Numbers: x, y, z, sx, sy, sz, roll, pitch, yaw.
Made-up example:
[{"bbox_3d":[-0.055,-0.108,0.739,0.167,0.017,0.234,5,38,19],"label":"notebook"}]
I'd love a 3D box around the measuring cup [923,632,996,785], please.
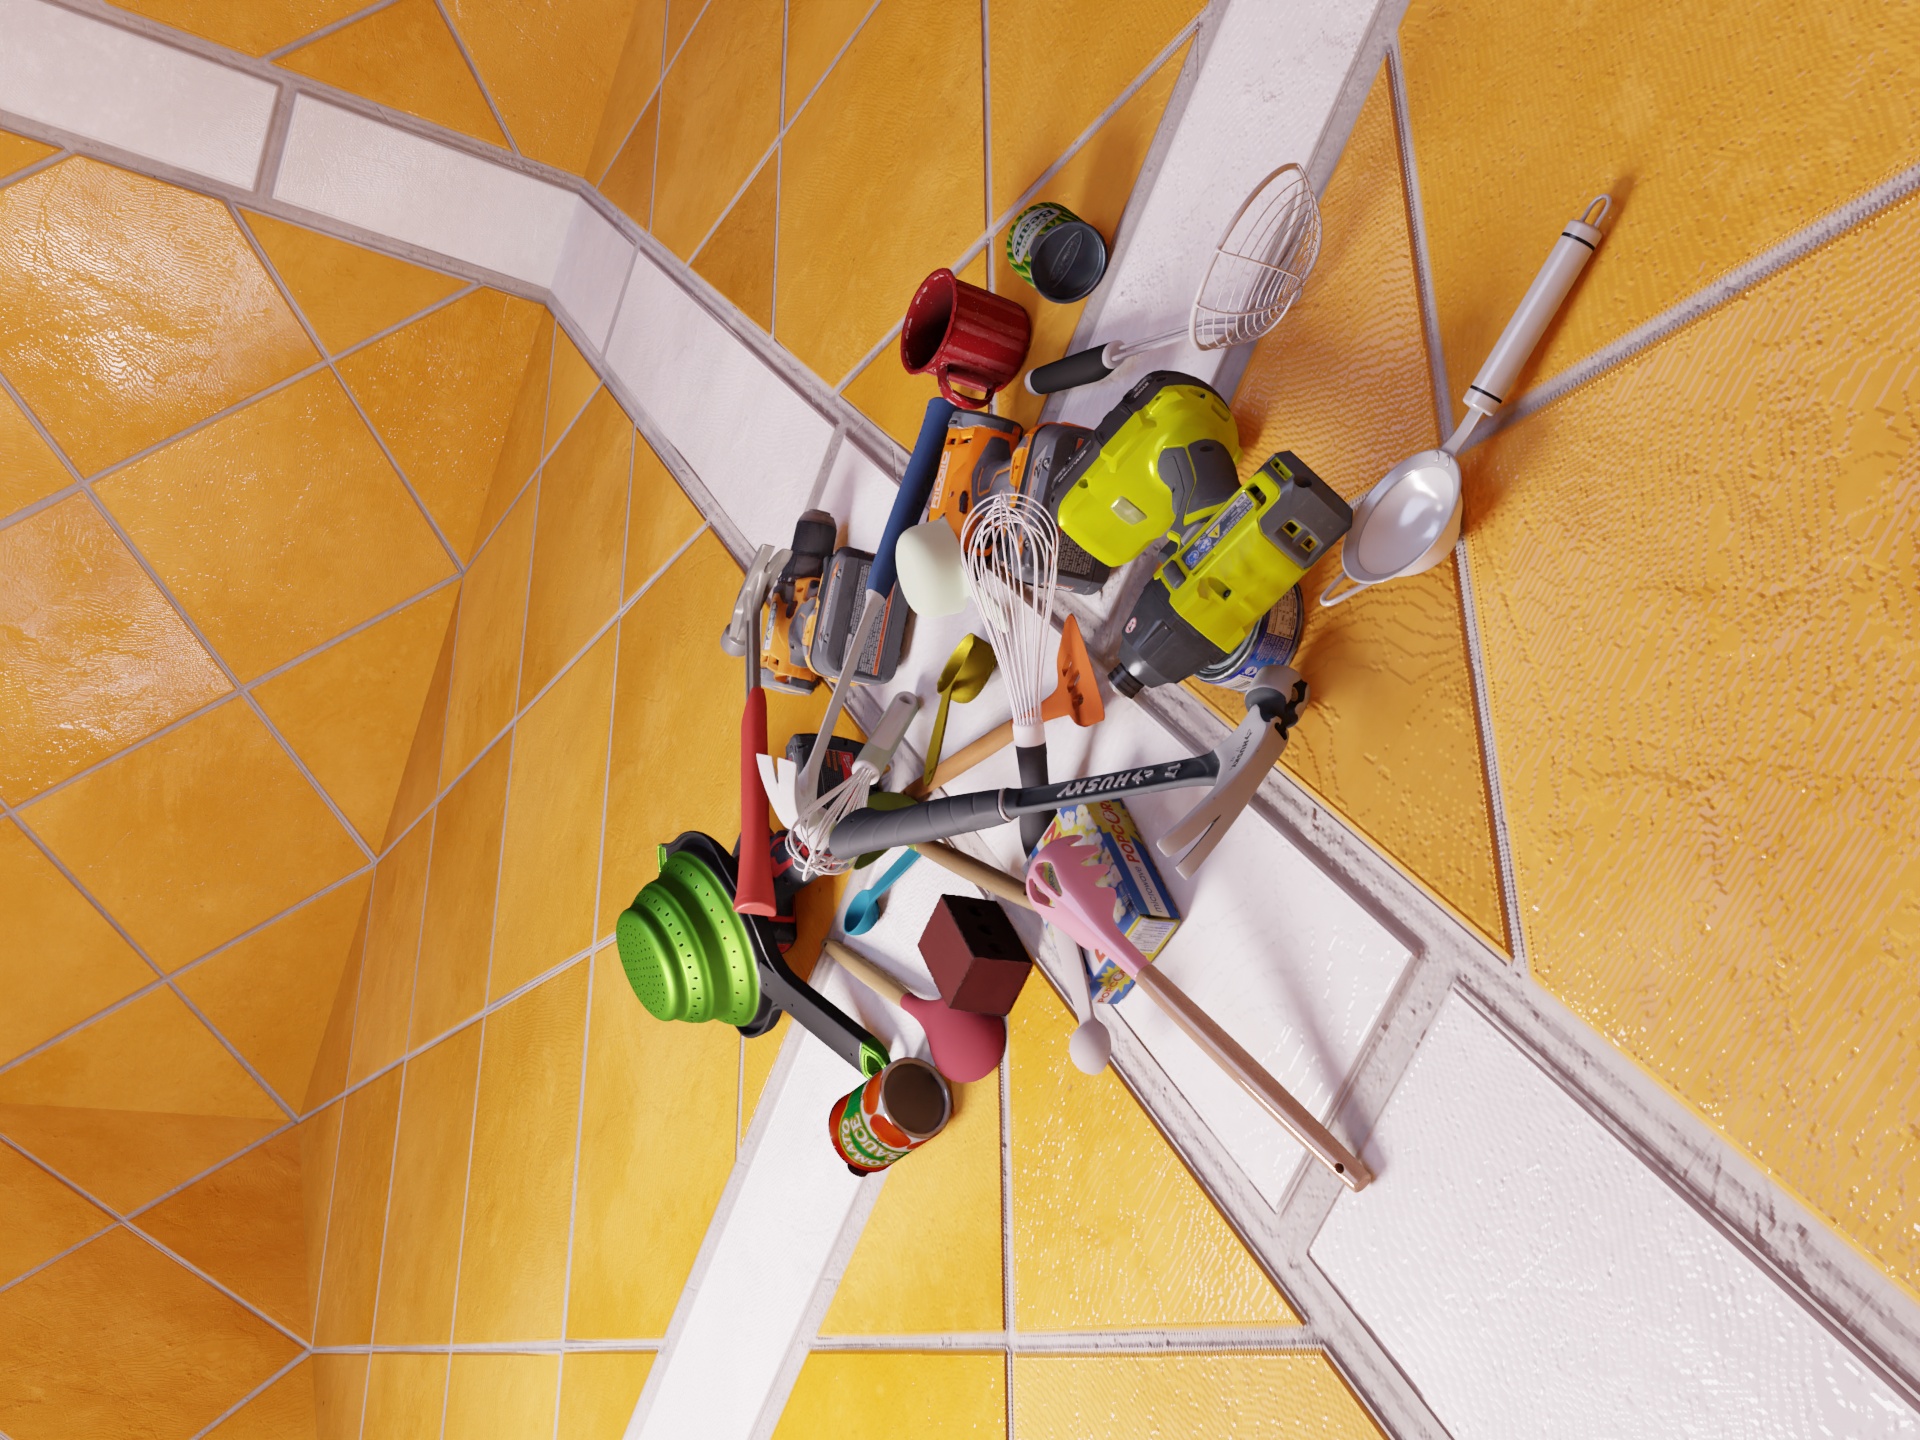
[{"bbox_3d":[-0.002,-0.004,1.262,0.062,0.029,0.157,-47,22,45],"label":"measuring cup"}]

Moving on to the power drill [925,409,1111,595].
[{"bbox_3d":[0.039,-0.158,1.249,0.227,0.084,0.164,25,103,63],"label":"power drill"}]

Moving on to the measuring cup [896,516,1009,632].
[{"bbox_3d":[-0.009,-0.099,1.219,0.168,0.038,0.083,-130,30,-57],"label":"measuring cup"}]

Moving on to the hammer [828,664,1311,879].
[{"bbox_3d":[0.043,0.059,1.068,0.409,0.036,0.149,-15,33,48],"label":"hammer"}]

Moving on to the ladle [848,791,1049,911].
[{"bbox_3d":[-0.011,0.111,1.229,0.078,0.062,0.320,-41,24,-16],"label":"ladle"}]

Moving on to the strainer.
[{"bbox_3d":[0.283,-0.166,0.870,0.258,0.050,0.087,-62,22,15],"label":"strainer"}]

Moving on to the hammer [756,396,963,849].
[{"bbox_3d":[-0.076,-0.098,1.353,0.035,0.144,0.406,13,71,17],"label":"hammer"}]

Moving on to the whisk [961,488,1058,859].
[{"bbox_3d":[0.045,-0.022,1.128,0.070,0.070,0.284,21,122,60],"label":"whisk"}]

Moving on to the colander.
[{"bbox_3d":[-0.206,0.239,1.421,0.397,0.094,0.204,27,128,46],"label":"colander"}]

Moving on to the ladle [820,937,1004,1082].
[{"bbox_3d":[-0.053,0.223,1.313,0.315,0.031,0.069,16,84,62],"label":"ladle"}]

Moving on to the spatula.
[{"bbox_3d":[0.025,0.012,1.243,0.322,0.041,0.081,-34,68,52],"label":"spatula"}]

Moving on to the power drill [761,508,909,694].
[{"bbox_3d":[-0.123,-0.117,1.515,0.226,0.084,0.185,2,80,65],"label":"power drill"}]

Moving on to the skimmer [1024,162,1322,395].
[{"bbox_3d":[0.127,-0.296,1.138,0.127,0.090,0.363,-50,21,-18],"label":"skimmer"}]

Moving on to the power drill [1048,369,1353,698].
[{"bbox_3d":[0.135,-0.120,1.003,0.171,0.080,0.223,-46,28,16],"label":"power drill"}]

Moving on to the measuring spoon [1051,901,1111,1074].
[{"bbox_3d":[0.072,0.173,1.045,0.034,0.018,0.124,-47,45,41],"label":"measuring spoon"}]

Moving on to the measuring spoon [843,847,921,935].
[{"bbox_3d":[-0.057,0.142,1.366,0.128,0.021,0.042,-47,26,29],"label":"measuring spoon"}]

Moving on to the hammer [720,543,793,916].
[{"bbox_3d":[-0.186,0.013,1.456,0.149,0.036,0.359,124,149,-47],"label":"hammer"}]

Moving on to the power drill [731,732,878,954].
[{"bbox_3d":[-0.156,0.112,1.487,0.219,0.078,0.143,-51,39,43],"label":"power drill"}]

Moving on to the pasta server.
[{"bbox_3d":[0.134,0.169,0.961,0.317,0.040,0.060,42,116,41],"label":"pasta server"}]

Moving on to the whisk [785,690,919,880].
[{"bbox_3d":[-0.081,0.047,1.307,0.246,0.058,0.059,-62,-5,-51],"label":"whisk"}]
